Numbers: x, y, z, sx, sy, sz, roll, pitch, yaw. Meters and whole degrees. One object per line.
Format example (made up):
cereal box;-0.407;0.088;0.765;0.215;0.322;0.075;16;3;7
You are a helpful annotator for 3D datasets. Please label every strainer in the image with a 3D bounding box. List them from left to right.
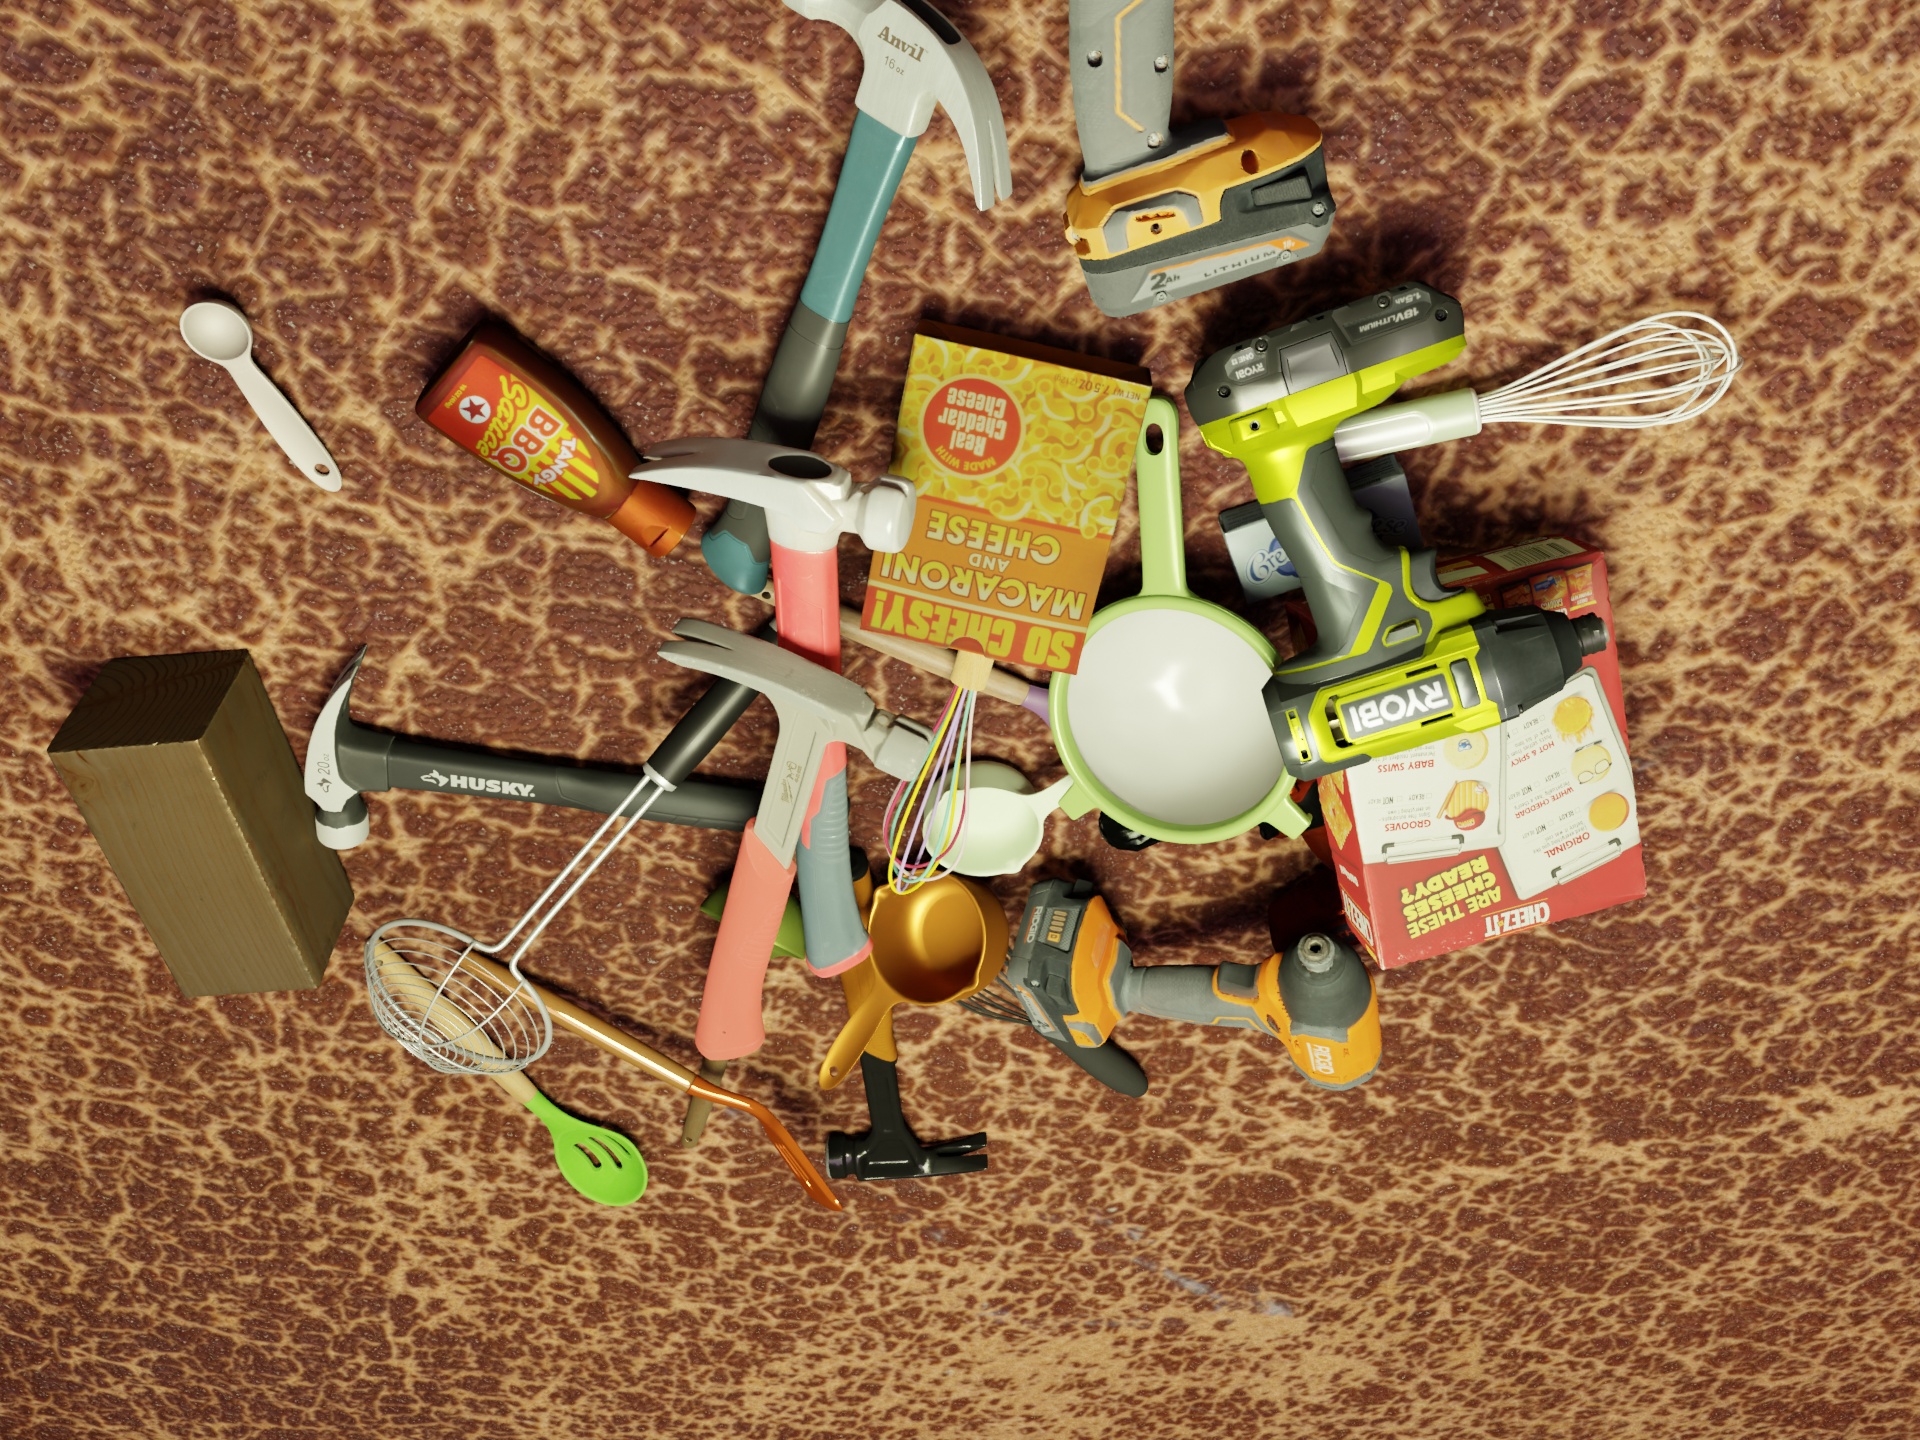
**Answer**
strainer;0.126;-0.059;0.904;0.151;0.069;0.256;3;110;26

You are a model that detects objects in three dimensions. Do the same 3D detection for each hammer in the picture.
hammer;-0.236;0.039;0.998;0.334;0.035;0.146;8;129;-7
hammer;-0.127;0.094;0.947;0.149;0.037;0.358;24;136;2
hammer;-0.097;0.012;0.910;0.143;0.038;0.386;13;135;11
hammer;-0.073;-0.196;0.794;0.128;0.033;0.330;34;131;8
hammer;-0.055;0.221;1.149;0.127;0.034;0.336;-4;129;3

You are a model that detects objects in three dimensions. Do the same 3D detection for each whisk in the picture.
whisk;-0.001;-0.003;0.939;0.047;0.051;0.245;7;114;-25
whisk;0.064;0.215;1.139;0.055;0.055;0.238;-33;127;23
whisk;0.278;-0.164;0.835;0.246;0.059;0.057;-11;117;14

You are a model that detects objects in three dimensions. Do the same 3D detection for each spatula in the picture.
spatula;-0.218;0.255;1.134;0.322;0.041;0.081;32;160;-9
spatula;0.015;-0.024;0.961;0.315;0.018;0.059;22;124;-19

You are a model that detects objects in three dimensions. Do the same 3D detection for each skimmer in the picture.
skimmer;-0.222;0.073;0.970;0.127;0.090;0.363;41;93;-12

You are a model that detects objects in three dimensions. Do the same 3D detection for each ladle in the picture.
ladle;-0.171;0.224;1.137;0.078;0.062;0.320;25;130;4

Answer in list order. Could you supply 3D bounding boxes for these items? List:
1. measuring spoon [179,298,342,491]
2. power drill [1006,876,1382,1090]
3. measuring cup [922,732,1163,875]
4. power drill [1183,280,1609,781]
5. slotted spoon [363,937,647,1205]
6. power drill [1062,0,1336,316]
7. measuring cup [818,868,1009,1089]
measuring spoon;-0.364;-0.172;0.842;0.034;0.018;0.124;-14;135;10
power drill;0.151;0.164;1.013;0.226;0.084;0.164;7;150;21
measuring cup;0.052;0.039;1.002;0.167;0.038;0.083;-29;124;18
power drill;0.216;-0.097;0.803;0.171;0.080;0.223;-18;98;10
slotted spoon;-0.335;0.263;1.184;0.070;0.031;0.313;-23;124;17
power drill;0.104;-0.312;0.693;0.185;0.084;0.226;-16;123;10
measuring cup;-0.034;0.175;1.052;0.173;0.095;0.052;-56;155;14
